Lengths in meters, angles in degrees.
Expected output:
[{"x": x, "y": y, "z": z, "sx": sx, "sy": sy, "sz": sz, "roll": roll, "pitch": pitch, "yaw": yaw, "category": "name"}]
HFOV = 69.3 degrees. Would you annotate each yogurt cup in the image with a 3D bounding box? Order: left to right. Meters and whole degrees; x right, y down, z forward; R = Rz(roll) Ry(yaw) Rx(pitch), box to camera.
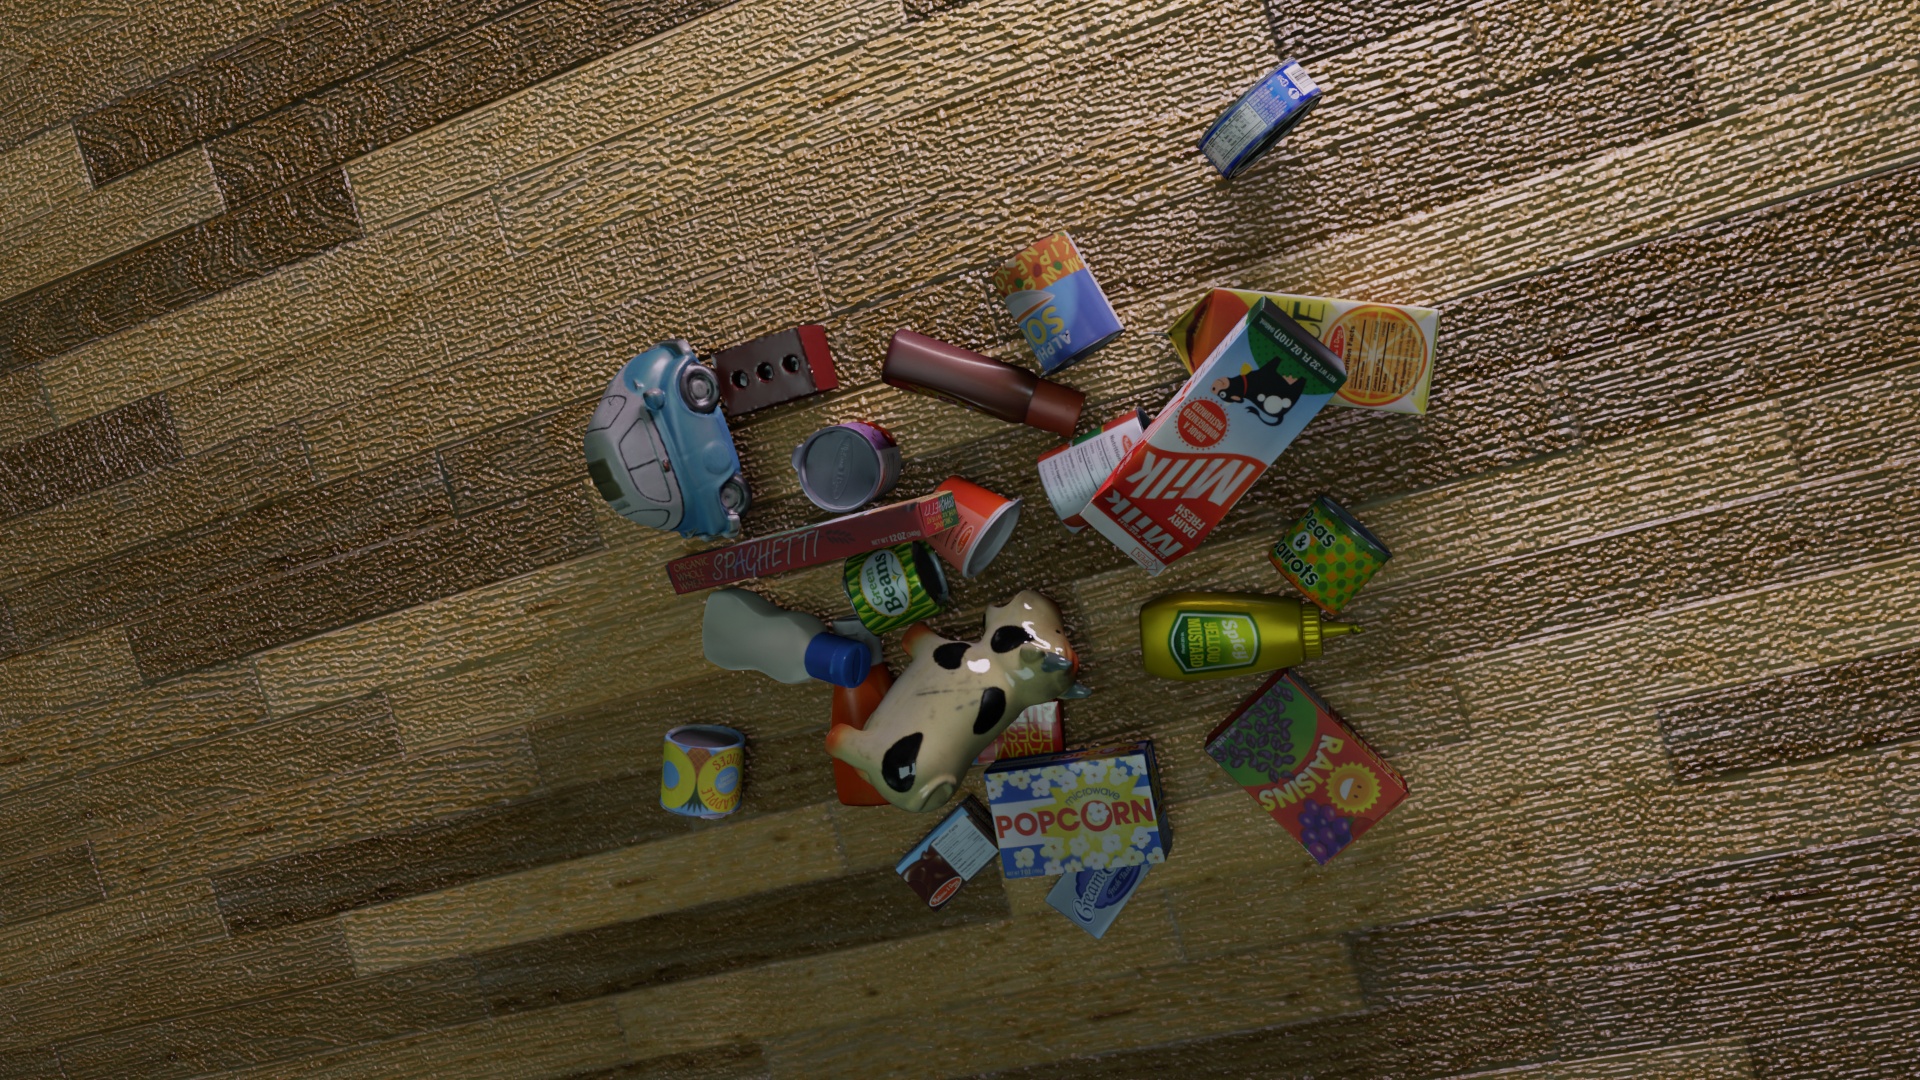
[{"x": 0.004, "y": -0.013, "z": 1.049, "sx": 0.054, "sy": 0.072, "sz": 0.072, "roll": 34, "pitch": 105, "yaw": 16, "category": "yogurt cup"}]

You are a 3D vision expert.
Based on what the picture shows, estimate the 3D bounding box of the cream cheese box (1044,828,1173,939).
[{"x": 0.115, "y": 0.253, "z": 1.077, "sx": 0.053, "sy": 0.024, "sz": 0.103, "roll": 35, "pitch": 104, "yaw": 9, "category": "cream cheese box"}]

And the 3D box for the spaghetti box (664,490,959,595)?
[{"x": -0.117, "y": 0.003, "z": 1.056, "sx": 0.249, "sy": 0.050, "sz": 0.028, "roll": -13, "pitch": 95, "yaw": 31, "category": "spaghetti box"}]

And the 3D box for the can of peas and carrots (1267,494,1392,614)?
[{"x": 0.260, "y": 0.009, "z": 0.983, "sx": 0.071, "sy": 0.071, "sz": 0.058, "roll": 41, "pitch": 106, "yaw": 6, "category": "can of peas and carrots"}]

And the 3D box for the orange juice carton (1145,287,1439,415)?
[{"x": 0.228, "y": -0.135, "z": 0.970, "sx": 0.193, "sy": 0.072, "sz": 0.073, "roll": 8, "pitch": 100, "yaw": 13, "category": "orange juice carton"}]

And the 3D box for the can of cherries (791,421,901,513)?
[{"x": -0.087, "y": -0.059, "z": 1.068, "sx": 0.071, "sy": 0.058, "sz": 0.071, "roll": 2, "pitch": 100, "yaw": 14, "category": "can of cherries"}]

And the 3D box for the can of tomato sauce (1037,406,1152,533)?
[{"x": 0.108, "y": -0.050, "z": 1.017, "sx": 0.083, "sy": 0.071, "sz": 0.071, "roll": -25, "pitch": 91, "yaw": 17, "category": "can of tomato sauce"}]

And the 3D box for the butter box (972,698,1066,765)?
[{"x": 0.031, "y": 0.147, "z": 1.084, "sx": 0.103, "sy": 0.024, "sz": 0.053, "roll": -3, "pitch": 98, "yaw": 15, "category": "butter box"}]

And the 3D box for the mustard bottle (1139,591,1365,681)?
[{"x": 0.212, "y": 0.067, "z": 1.014, "sx": 0.160, "sy": 0.049, "sz": 0.065, "roll": -5, "pitch": 98, "yaw": 15, "category": "mustard bottle"}]

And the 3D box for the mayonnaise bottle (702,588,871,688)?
[{"x": -0.137, "y": 0.081, "z": 1.083, "sx": 0.148, "sy": 0.041, "sz": 0.064, "roll": 13, "pitch": 103, "yaw": 34, "category": "mayonnaise bottle"}]

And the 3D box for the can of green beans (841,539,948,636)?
[{"x": -0.049, "y": 0.033, "z": 1.066, "sx": 0.058, "sy": 0.071, "sz": 0.071, "roll": -22, "pitch": 92, "yaw": 16, "category": "can of green beans"}]

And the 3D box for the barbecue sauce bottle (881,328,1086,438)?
[{"x": 0.018, "y": -0.115, "z": 1.033, "sx": 0.148, "sy": 0.065, "sz": 0.043, "roll": 18, "pitch": 97, "yaw": 2, "category": "barbecue sauce bottle"}]

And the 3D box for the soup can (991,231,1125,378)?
[{"x": 0.068, "y": -0.170, "z": 1.007, "sx": 0.071, "sy": 0.071, "sz": 0.084, "roll": -31, "pitch": 89, "yaw": 16, "category": "soup can"}]

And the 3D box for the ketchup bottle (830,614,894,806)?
[{"x": -0.074, "y": 0.133, "z": 1.098, "sx": 0.065, "sy": 0.043, "sz": 0.148, "roll": -6, "pitch": 96, "yaw": 12, "category": "ketchup bottle"}]

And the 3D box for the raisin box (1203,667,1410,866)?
[{"x": 0.254, "y": 0.165, "z": 1.023, "sx": 0.123, "sy": 0.040, "sz": 0.086, "roll": 45, "pitch": 105, "yaw": 4, "category": "raisin box"}]

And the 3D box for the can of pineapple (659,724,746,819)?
[{"x": -0.208, "y": 0.186, "z": 1.127, "sx": 0.071, "sy": 0.071, "sz": 0.057, "roll": 8, "pitch": 100, "yaw": 13, "category": "can of pineapple"}]

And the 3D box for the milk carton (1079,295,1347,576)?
[{"x": 0.165, "y": -0.064, "z": 0.924, "sx": 0.072, "sy": 0.074, "sz": 0.190, "roll": 40, "pitch": 111, "yaw": -1, "category": "milk carton"}]

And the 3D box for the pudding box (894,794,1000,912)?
[{"x": -0.006, "y": 0.249, "z": 1.105, "sx": 0.049, "sy": 0.030, "sz": 0.083, "roll": 45, "pitch": 106, "yaw": 3, "category": "pudding box"}]

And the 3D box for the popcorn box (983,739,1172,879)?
[{"x": 0.088, "y": 0.202, "z": 1.044, "sx": 0.126, "sy": 0.038, "sz": 0.085, "roll": -10, "pitch": 94, "yaw": 16, "category": "popcorn box"}]
